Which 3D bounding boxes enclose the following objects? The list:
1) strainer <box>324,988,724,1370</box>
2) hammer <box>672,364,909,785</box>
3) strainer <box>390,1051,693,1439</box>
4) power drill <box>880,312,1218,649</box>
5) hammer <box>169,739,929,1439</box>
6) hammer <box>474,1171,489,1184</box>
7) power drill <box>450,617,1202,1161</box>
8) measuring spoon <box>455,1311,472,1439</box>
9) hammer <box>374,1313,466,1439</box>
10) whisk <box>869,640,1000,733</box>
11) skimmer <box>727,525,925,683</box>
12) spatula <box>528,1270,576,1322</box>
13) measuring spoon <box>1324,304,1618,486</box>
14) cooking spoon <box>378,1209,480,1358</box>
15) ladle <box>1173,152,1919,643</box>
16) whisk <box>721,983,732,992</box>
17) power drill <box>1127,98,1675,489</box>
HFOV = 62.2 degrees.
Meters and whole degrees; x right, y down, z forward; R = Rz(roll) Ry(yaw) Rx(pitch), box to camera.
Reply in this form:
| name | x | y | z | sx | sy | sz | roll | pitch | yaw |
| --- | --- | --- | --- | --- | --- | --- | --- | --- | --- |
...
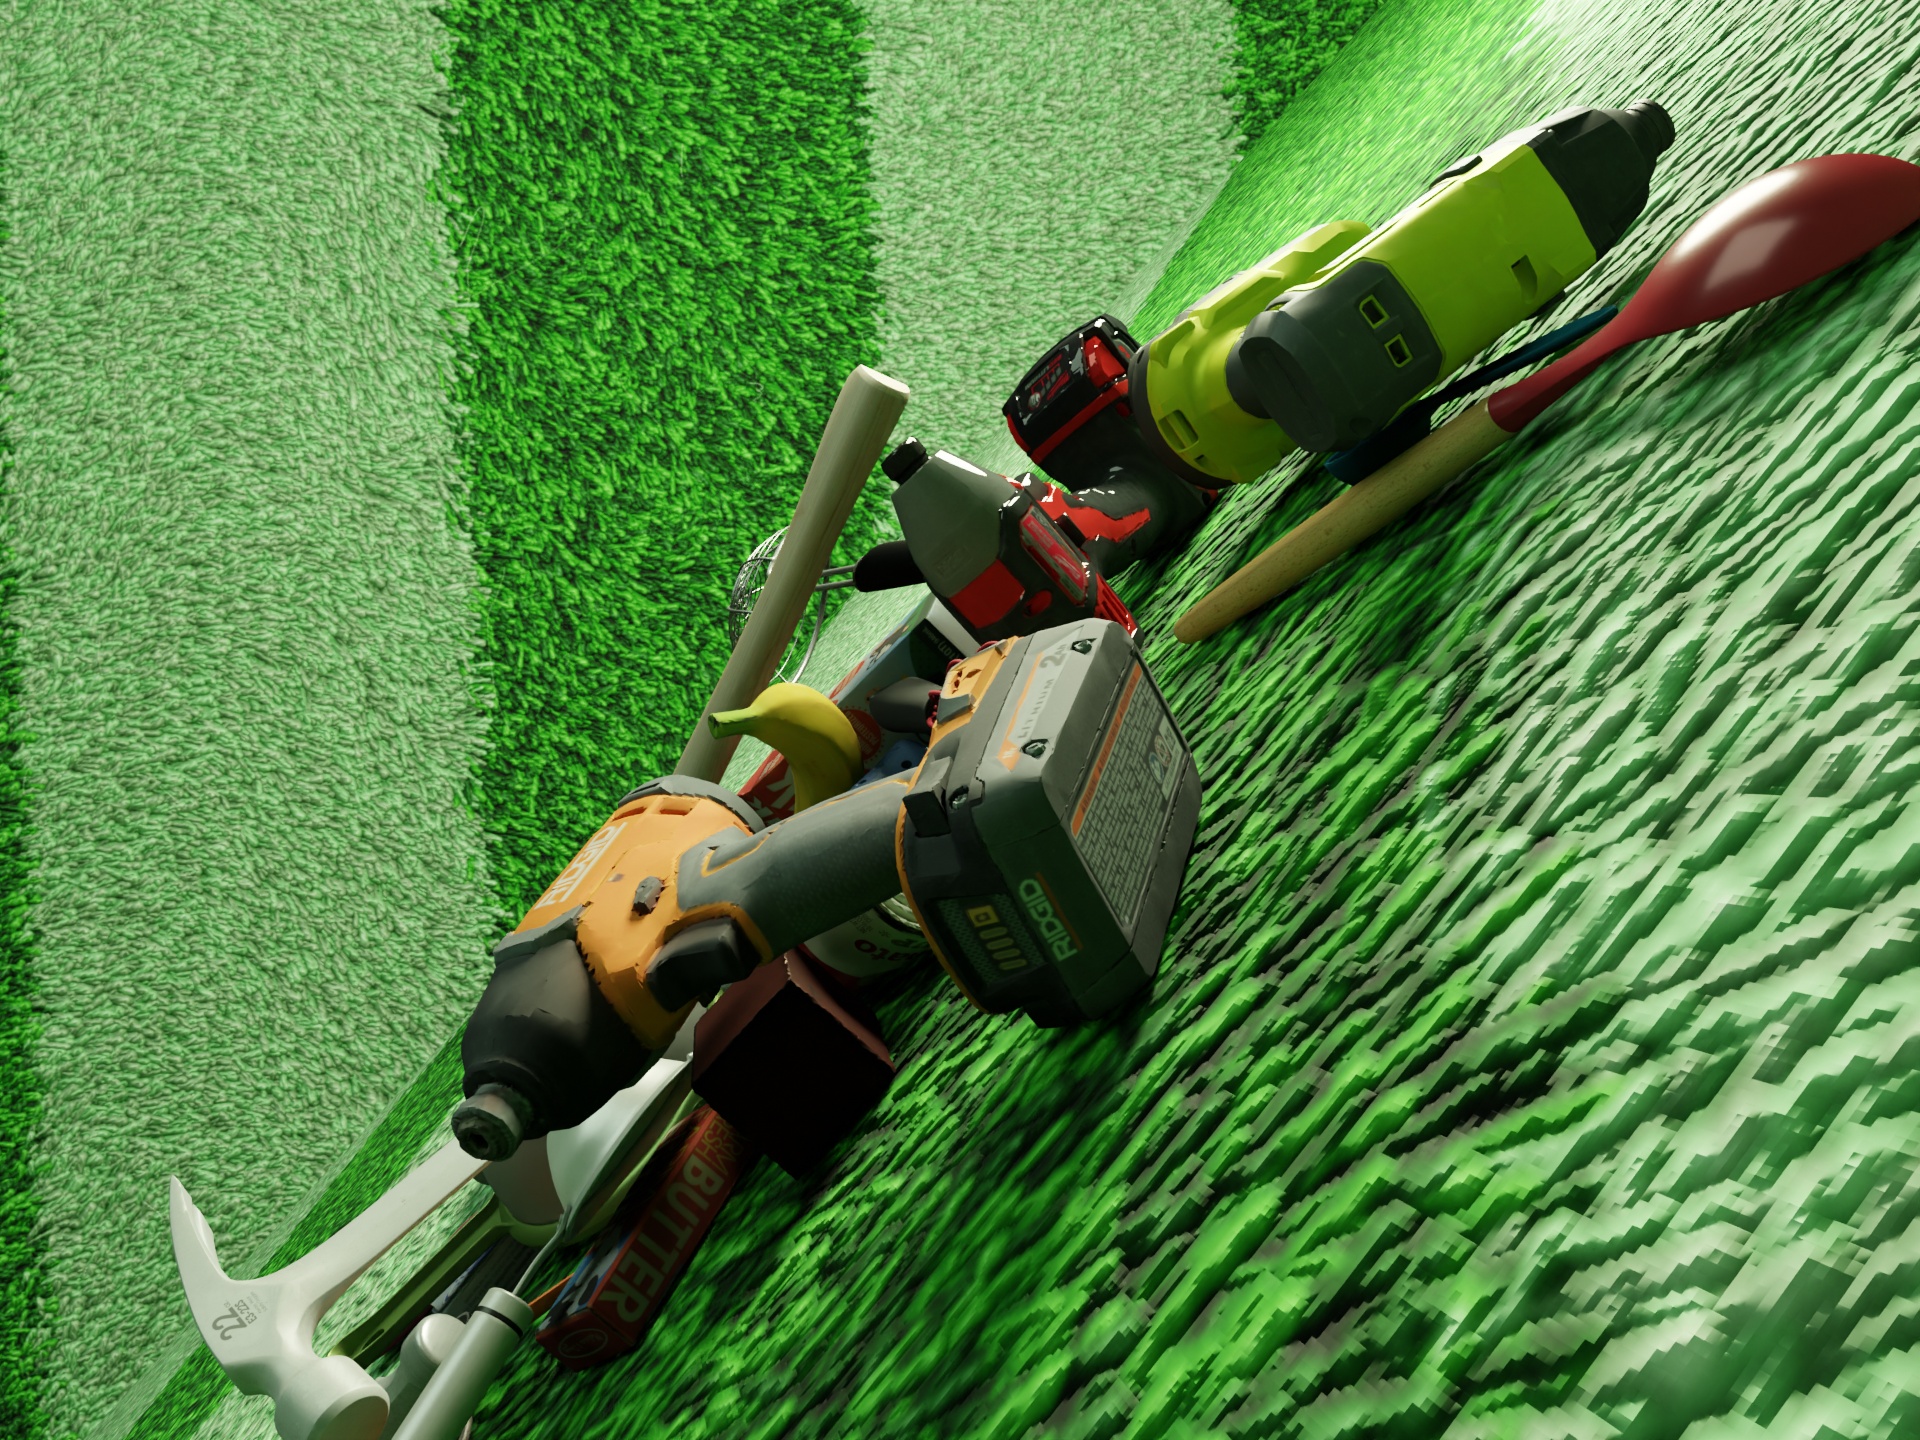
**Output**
| name | x | y | z | sx | sy | sz | roll | pitch | yaw |
| --- | --- | --- | --- | --- | --- | --- | --- | --- | --- |
| strainer | -0.223 | 0.206 | 0.759 | 0.256 | 0.069 | 0.152 | -45 | 27 | -5 |
| hammer | -0.128 | -0.007 | 0.910 | 0.410 | 0.038 | 0.146 | -62 | 23 | 18 |
| strainer | -0.160 | 0.203 | 0.568 | 0.259 | 0.050 | 0.086 | -59 | -2 | -38 |
| power drill | 0.047 | -0.110 | 0.779 | 0.078 | 0.143 | 0.220 | -37 | 11 | 37 |
| hammer | -0.151 | 0.129 | 0.706 | 0.405 | 0.144 | 0.035 | -40 | -41 | -34 |
| hammer | -0.216 | 0.177 | 1.111 | 0.331 | 0.031 | 0.130 | -46 | 10 | 4 |
| power drill | -0.050 | 0.060 | 0.492 | 0.226 | 0.084 | 0.164 | -19 | 22 | 27 |
| measuring spoon | -0.218 | 0.295 | 0.696 | 0.034 | 0.018 | 0.124 | -51 | 16 | -11 |
| hammer | -0.258 | 0.352 | 0.537 | 0.128 | 0.033 | 0.331 | -50 | 9 | 16 |
| whisk | -0.001 | -0.002 | 0.716 | 0.073 | 0.073 | 0.296 | -49 | 13 | -7 |
| skimmer | -0.056 | -0.075 | 0.965 | 0.363 | 0.090 | 0.127 | 0 | 71 | 62 |
| spatula | -0.193 | 0.295 | 0.544 | 0.081 | 0.041 | 0.323 | -41 | 15 | 32 |
| measuring spoon | 0.178 | -0.108 | 0.552 | 0.042 | 0.021 | 0.128 | -38 | 7 | -30 |
| cooking spoon | -0.240 | 0.255 | 0.934 | 0.319 | 0.017 | 0.069 | -48 | 11 | -1 |
| ladle | 0.162 | -0.088 | 0.524 | 0.069 | 0.031 | 0.315 | -43 | 4 | -34 |
| whisk | -0.168 | 0.182 | 0.850 | 0.246 | 0.059 | 0.058 | -39 | 48 | 24 |
| power drill | 0.164 | -0.165 | 0.635 | 0.171 | 0.080 | 0.223 | -37 | 9 | -7 |
